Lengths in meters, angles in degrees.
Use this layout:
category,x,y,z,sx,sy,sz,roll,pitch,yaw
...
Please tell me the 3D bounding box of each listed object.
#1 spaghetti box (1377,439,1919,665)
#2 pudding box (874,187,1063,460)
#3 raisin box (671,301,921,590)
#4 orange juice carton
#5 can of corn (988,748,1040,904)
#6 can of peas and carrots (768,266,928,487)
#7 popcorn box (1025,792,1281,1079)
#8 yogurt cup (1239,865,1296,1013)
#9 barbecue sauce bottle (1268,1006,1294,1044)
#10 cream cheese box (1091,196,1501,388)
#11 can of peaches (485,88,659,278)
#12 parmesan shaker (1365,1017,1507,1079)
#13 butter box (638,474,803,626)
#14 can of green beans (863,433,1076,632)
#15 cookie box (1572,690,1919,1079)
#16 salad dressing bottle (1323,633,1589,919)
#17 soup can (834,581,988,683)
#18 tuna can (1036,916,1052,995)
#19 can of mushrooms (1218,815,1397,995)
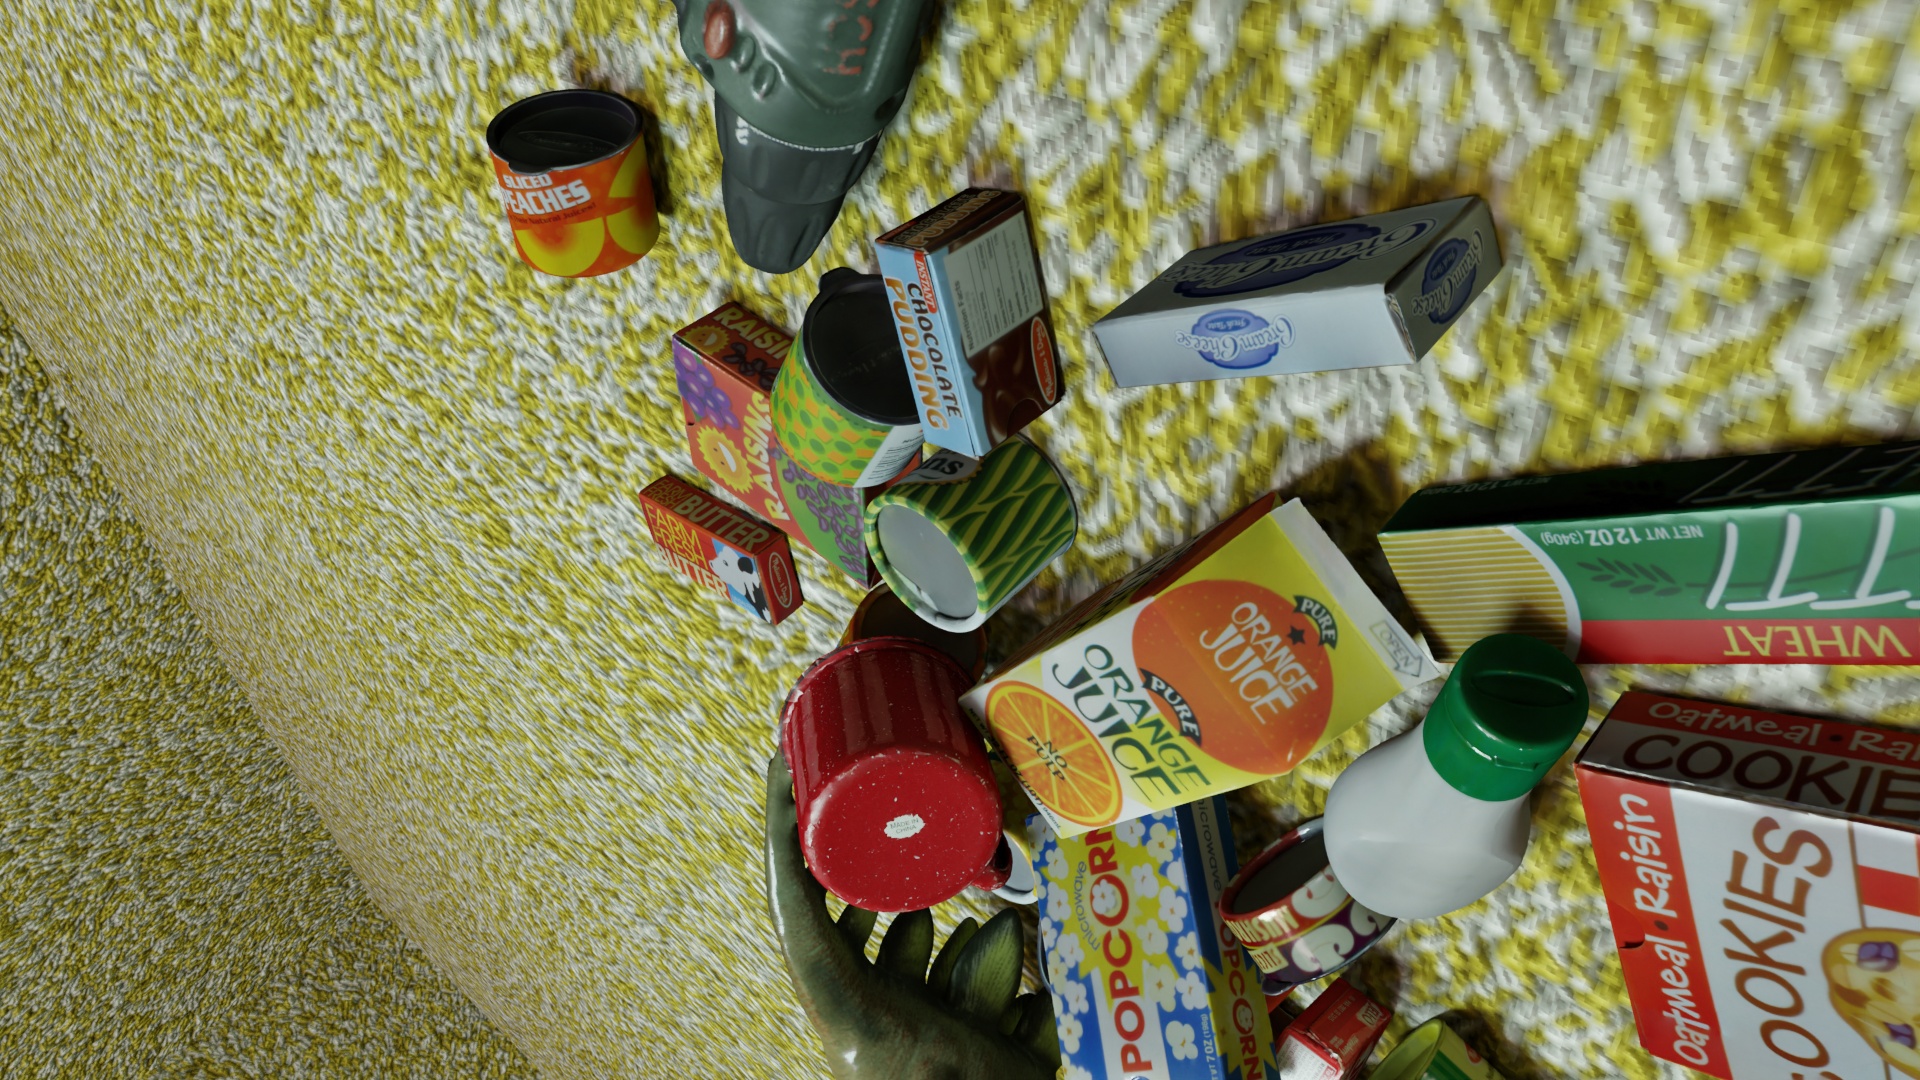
category,x,y,z,sx,sy,sz,roll,pitch,yaw
spaghetti box,0.217,0.003,0.332,0.249,0.029,0.050,-6,118,54
pudding box,0.004,-0.077,0.497,0.030,0.050,0.083,20,136,42
raisin box,-0.075,-0.044,0.639,0.123,0.040,0.085,33,145,27
orange juice carton,0.083,0.045,0.499,0.072,0.073,0.192,53,148,0
can of corn,0.030,0.128,0.663,0.071,0.058,0.070,31,143,28
can of peas and carrots,-0.039,-0.064,0.549,0.071,0.071,0.058,48,148,5
popcorn box,0.077,0.168,0.578,0.085,0.038,0.127,-26,64,41
yogurt cup,0.116,0.186,0.618,0.072,0.054,0.072,33,144,28
barbecue sauce bottle,0.145,0.248,0.655,0.149,0.044,0.064,31,138,27
cream cheese box,0.092,-0.068,0.393,0.103,0.053,0.024,2,126,50
can of peaches,-0.171,-0.157,0.616,0.071,0.071,0.057,33,145,27
parmesan shaker,0.211,0.253,0.551,0.103,0.071,0.071,42,147,15
butter box,-0.135,0.004,0.776,0.103,0.024,0.052,26,141,35
can of green beans,0.003,-0.005,0.562,0.071,0.058,0.071,32,143,28
cookie box,0.263,0.112,0.372,0.167,0.040,0.122,6,127,49
salad dressing bottle,0.156,0.078,0.440,0.064,0.044,0.147,8,150,7
soup can,-0.030,0.061,0.667,0.071,0.072,0.083,45,147,9
tuna can,0.065,0.187,0.671,0.033,0.071,0.070,16,151,-16
can of mushrooms,0.133,0.138,0.533,0.033,0.071,0.070,54,148,-1
